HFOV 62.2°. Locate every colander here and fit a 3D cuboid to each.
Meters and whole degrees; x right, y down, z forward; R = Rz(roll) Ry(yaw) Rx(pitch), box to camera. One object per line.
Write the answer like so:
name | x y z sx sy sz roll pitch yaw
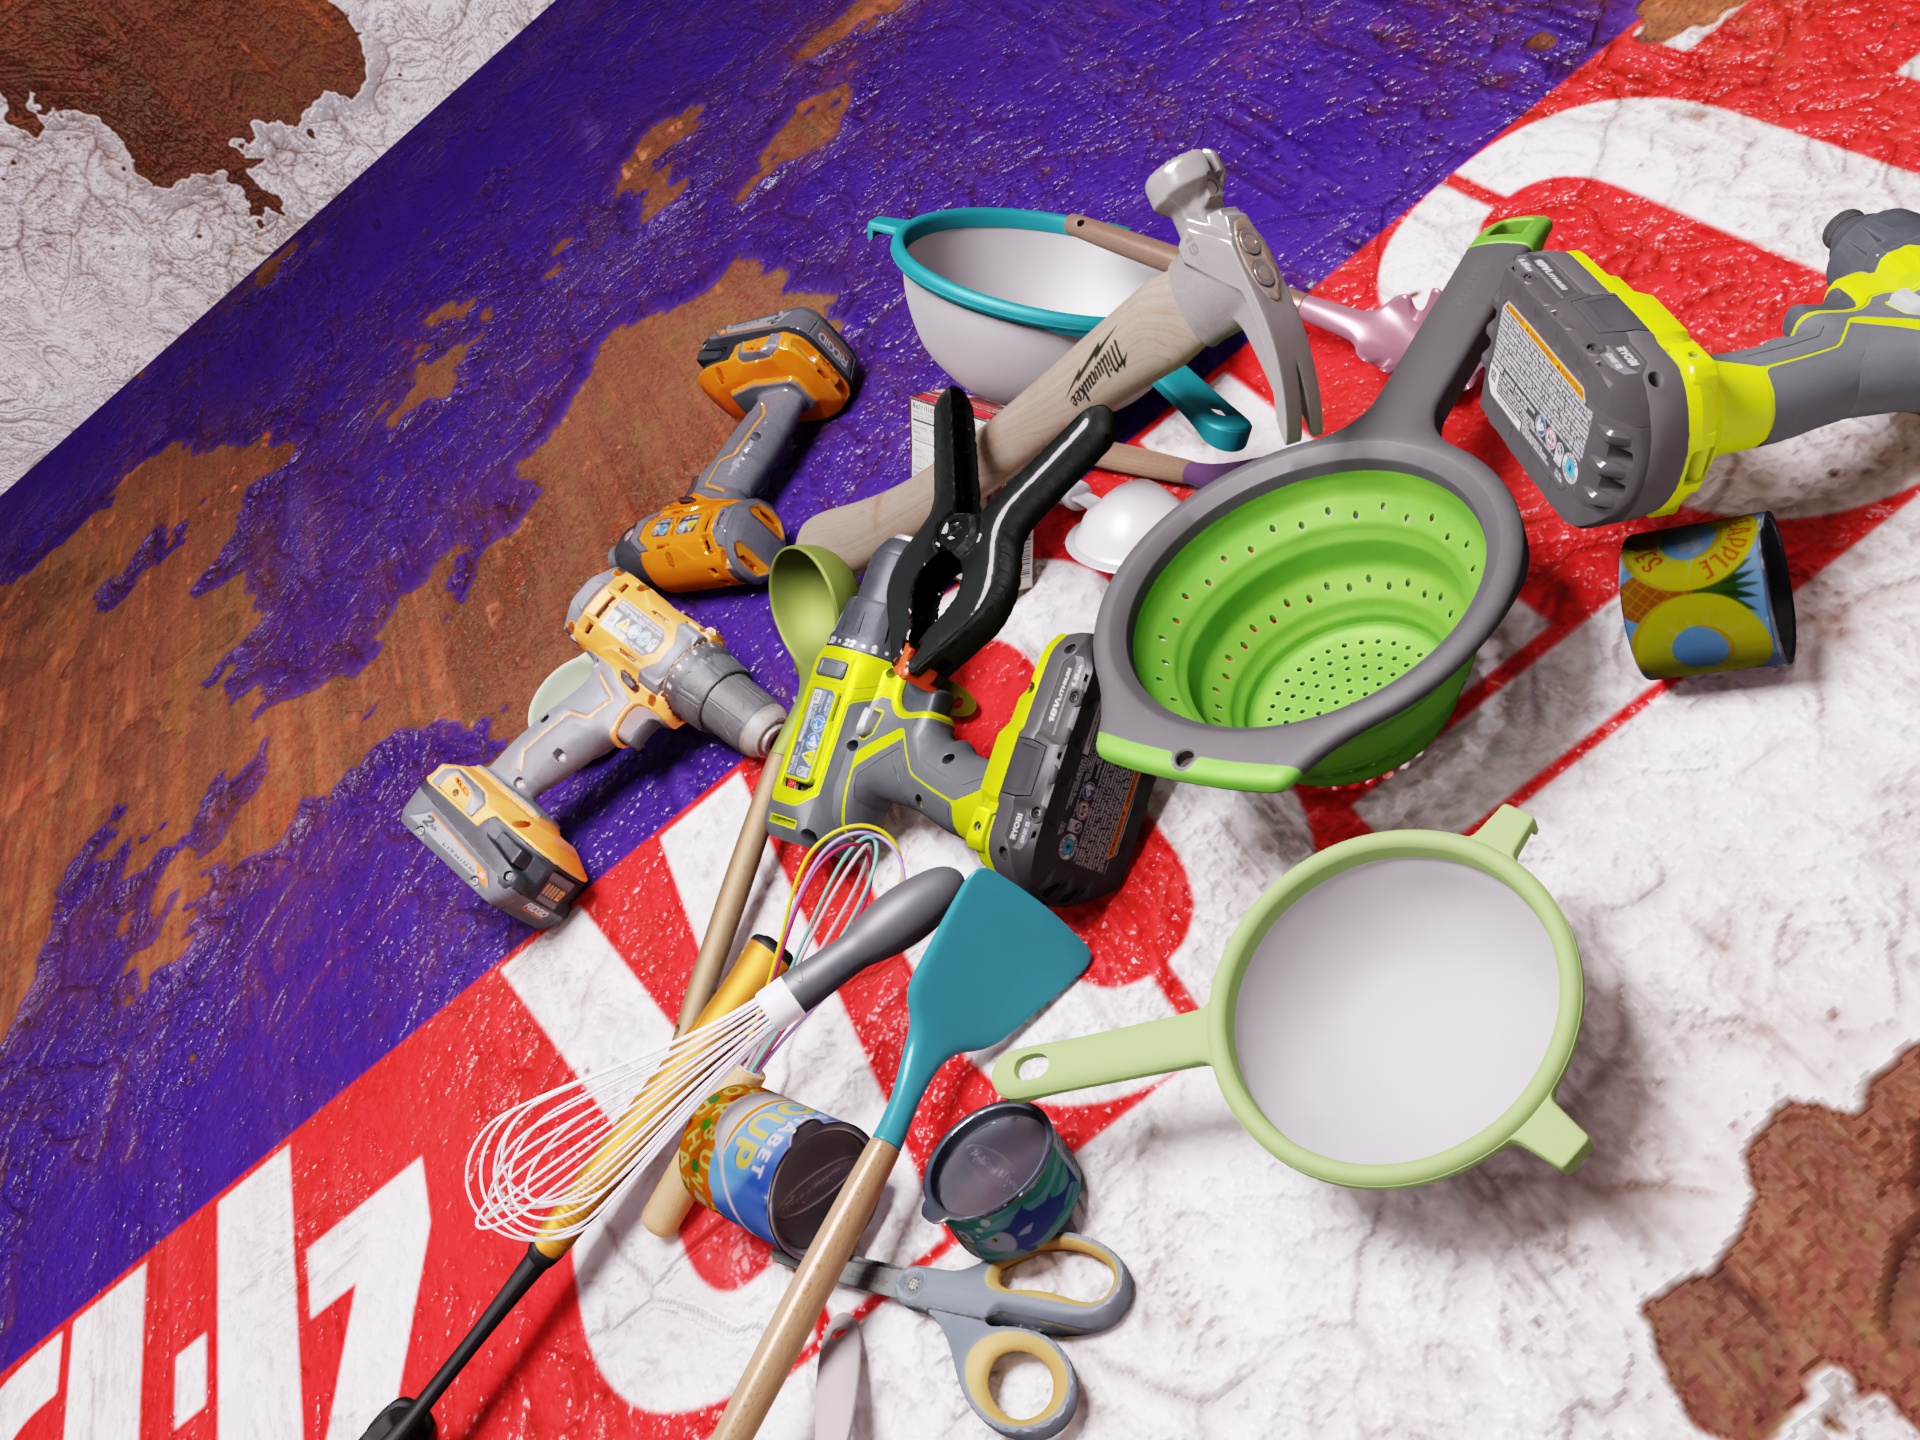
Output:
colander | 0.217 -0.098 0.795 0.205 0.094 0.397 11 57 42

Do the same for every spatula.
spatula | 0.124 -0.157 0.976 0.316 0.018 0.060 22 68 46
spatula | -0.042 0.218 0.731 0.044 0.082 0.318 -13 42 56

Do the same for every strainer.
strainer | 0.074 -0.138 0.977 0.087 0.050 0.259 -20 29 -20
strainer | 0.137 0.139 0.668 0.256 0.069 0.152 -18 48 28
strainer | 0.078 -0.217 0.979 0.211 0.095 0.341 -6 38 -23

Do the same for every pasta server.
pasta server | 0.181 -0.259 0.948 0.316 0.040 0.060 32 87 33

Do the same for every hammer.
hammer | 0.026 -0.146 0.901 0.038 0.146 0.410 -21 -3 -40
hammer | -0.199 0.252 0.838 0.337 0.034 0.127 -52 2 -17

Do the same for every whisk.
whisk | -0.114 0.158 0.775 0.284 0.070 0.070 -35 39 -8
whisk | -0.103 0.161 0.832 0.245 0.047 0.051 -60 37 4

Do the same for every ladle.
ladle | -0.126 0.042 0.954 0.078 0.062 0.320 -12 57 55

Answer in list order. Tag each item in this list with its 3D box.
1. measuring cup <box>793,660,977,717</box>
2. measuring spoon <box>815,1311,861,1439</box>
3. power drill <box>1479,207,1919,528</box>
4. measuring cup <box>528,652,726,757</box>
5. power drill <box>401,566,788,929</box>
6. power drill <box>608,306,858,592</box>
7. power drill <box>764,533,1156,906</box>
measuring cup | -0.042 -0.027 0.999 0.157 0.029 0.062 25 78 38
measuring spoon | -0.057 0.296 0.692 0.034 0.018 0.124 -17 18 5
power drill | 0.354 -0.164 0.695 0.223 0.080 0.171 -10 45 -4
measuring cup | -0.228 -0.010 1.128 0.167 0.038 0.083 -6 56 23
power drill | -0.233 0.027 1.047 0.185 0.084 0.226 35 80 26
power drill | -0.181 -0.198 1.215 0.164 0.084 0.227 -2 58 39
power drill | -0.001 -0.003 0.871 0.229 0.080 0.190 13 83 45
